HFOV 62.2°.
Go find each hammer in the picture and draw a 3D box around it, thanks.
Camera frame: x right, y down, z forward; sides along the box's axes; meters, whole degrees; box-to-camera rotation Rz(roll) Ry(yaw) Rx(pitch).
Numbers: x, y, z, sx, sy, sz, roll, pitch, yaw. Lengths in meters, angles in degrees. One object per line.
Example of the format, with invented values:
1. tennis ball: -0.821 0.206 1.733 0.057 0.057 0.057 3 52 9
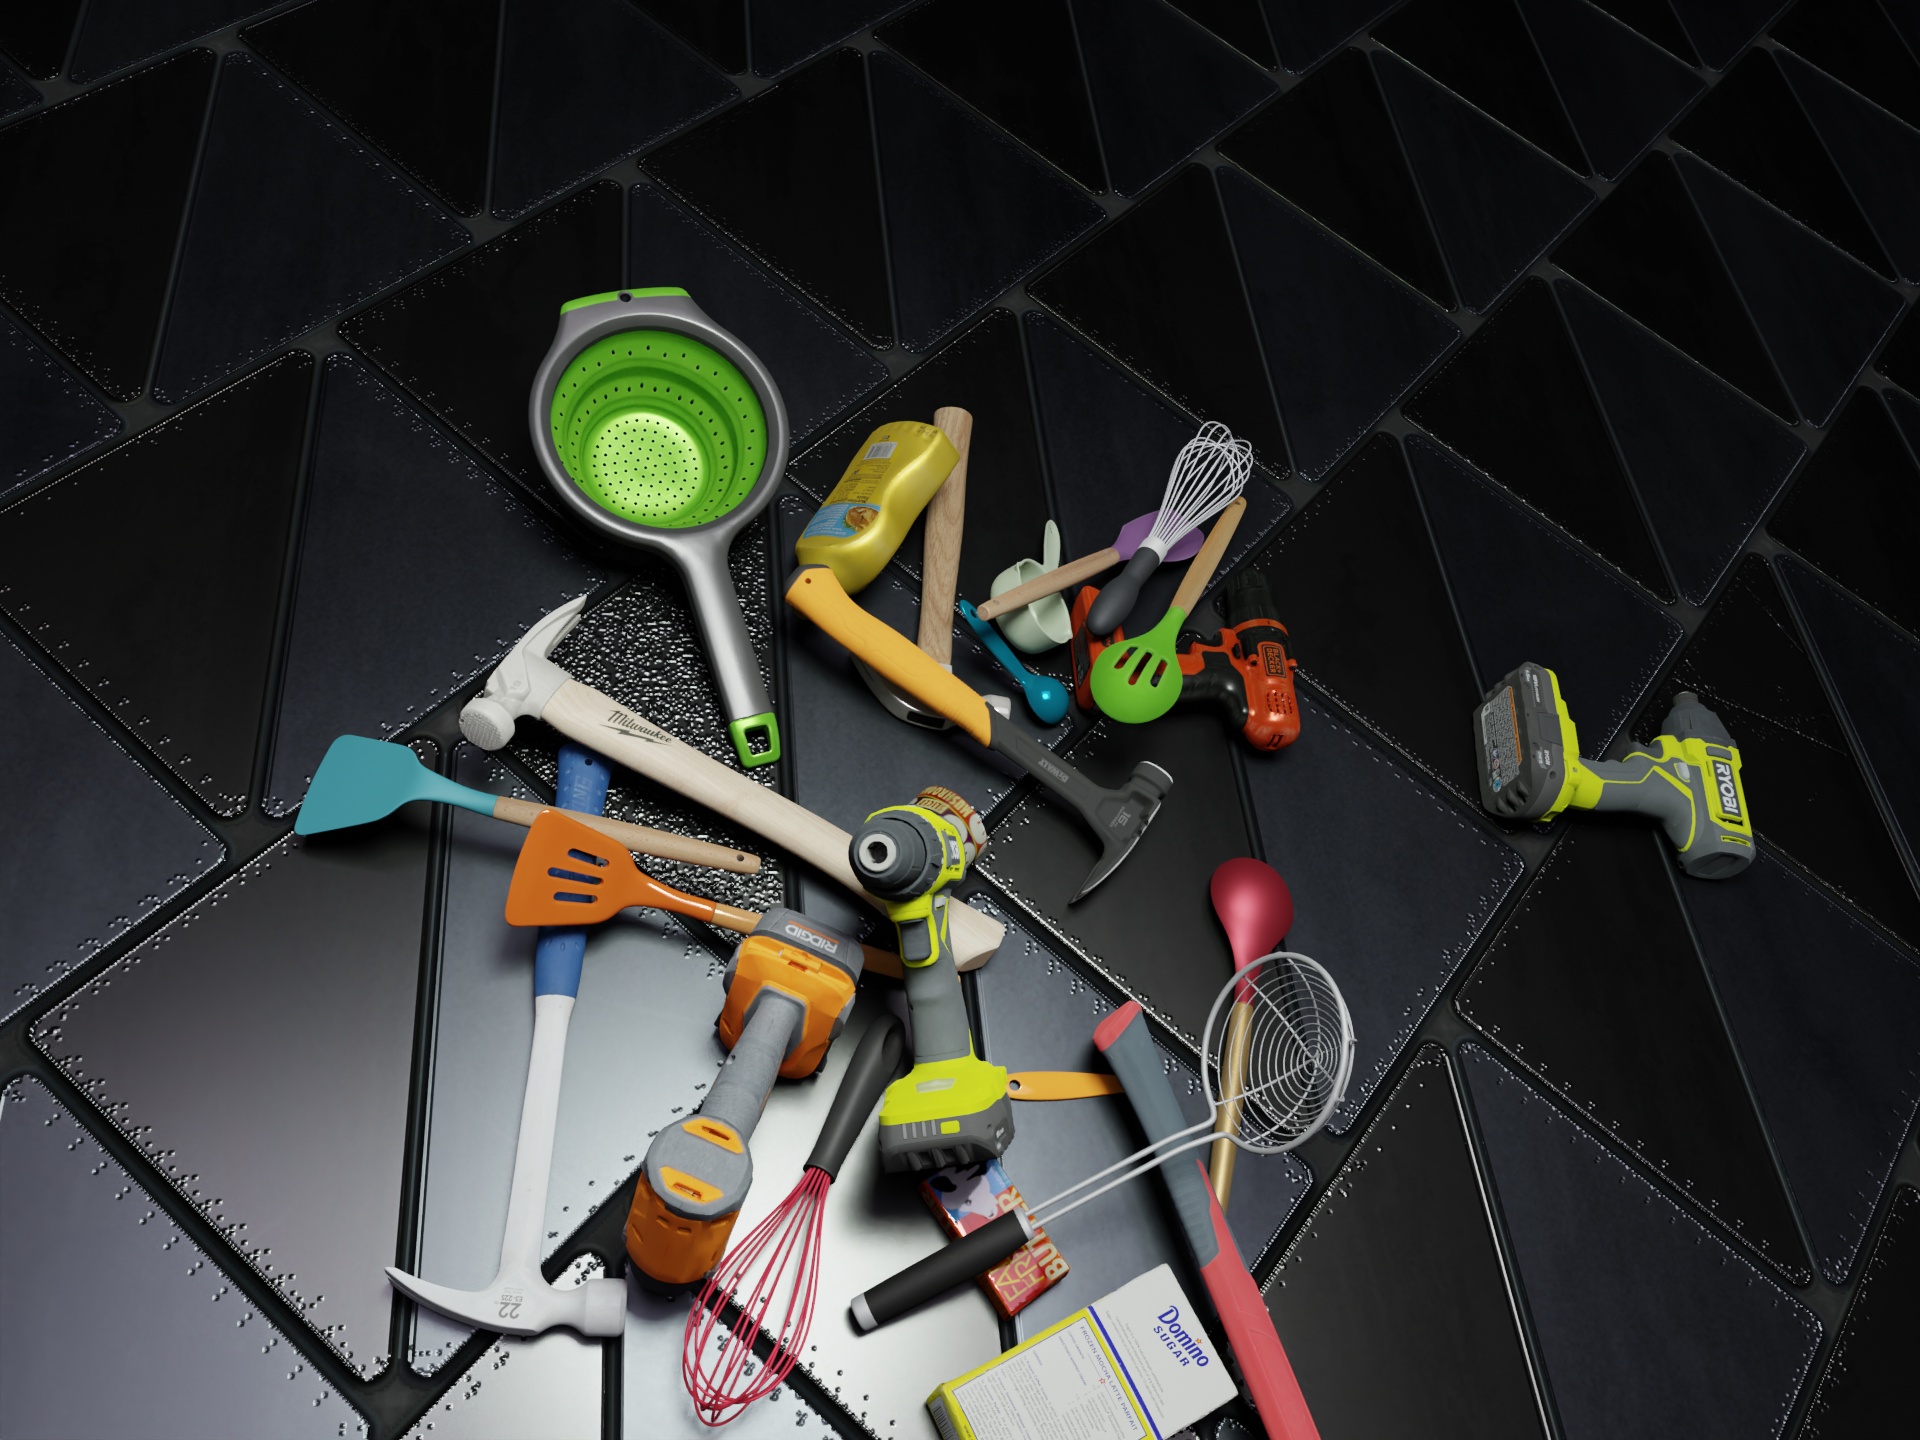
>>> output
1. hammer: -0.148 0.056 1.161 0.410 0.038 0.146 30 46 -2
2. hammer: -0.002 -0.004 1.226 0.337 0.034 0.127 37 65 2
3. hammer: -0.019 -0.138 1.343 0.130 0.031 0.332 10 56 -9
4. hammer: -0.278 0.195 1.061 0.144 0.035 0.406 6 57 -11
5. hammer: 0.185 0.363 1.043 0.143 0.038 0.387 7 49 -39

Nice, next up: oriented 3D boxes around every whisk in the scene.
1. whisk: 0.176 -0.160 1.344 0.070 0.070 0.285 32 53 7
2. whisk: -0.099 0.309 1.023 0.073 0.073 0.296 26 50 2

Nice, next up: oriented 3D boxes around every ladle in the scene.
1. ladle: 0.203 0.234 1.168 0.069 0.031 0.316 17 57 -4

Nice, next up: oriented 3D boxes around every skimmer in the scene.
1. skimmer: 0.085 0.273 1.007 0.363 0.090 0.127 -27 37 -5

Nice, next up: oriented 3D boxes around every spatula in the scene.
1. spatula: 0.115 -0.130 1.329 0.060 0.018 0.316 42 40 19
2. spatula: -0.147 0.142 1.098 0.322 0.041 0.081 18 88 -15
3. spatula: -0.295 0.070 1.104 0.317 0.044 0.082 13 56 -4

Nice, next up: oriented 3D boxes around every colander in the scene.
1. colander: -0.223 -0.145 1.273 0.204 0.094 0.397 -14 81 -23

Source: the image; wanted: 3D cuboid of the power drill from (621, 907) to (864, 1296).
1. power drill: -0.144 0.248 1.005 0.084 0.164 0.227 24 43 1

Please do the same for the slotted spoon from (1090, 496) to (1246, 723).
1. slotted spoon: 0.185 -0.104 1.313 0.070 0.031 0.314 25 45 10

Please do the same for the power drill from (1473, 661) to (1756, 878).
1. power drill: 0.561 0.033 1.361 0.223 0.080 0.171 13 57 -11

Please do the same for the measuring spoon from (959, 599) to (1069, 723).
1. measuring spoon: 0.046 -0.051 1.277 0.128 0.021 0.042 49 35 -13

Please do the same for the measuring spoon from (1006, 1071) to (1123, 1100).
1. measuring spoon: 0.081 0.257 1.128 0.117 0.011 0.021 2 58 -13

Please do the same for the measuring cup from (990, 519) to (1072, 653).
1. measuring cup: 0.061 -0.118 1.347 0.083 0.038 0.168 50 28 -26

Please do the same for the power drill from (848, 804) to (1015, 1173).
1. power drill: -0.025 0.167 1.028 0.080 0.190 0.228 -10 83 6
